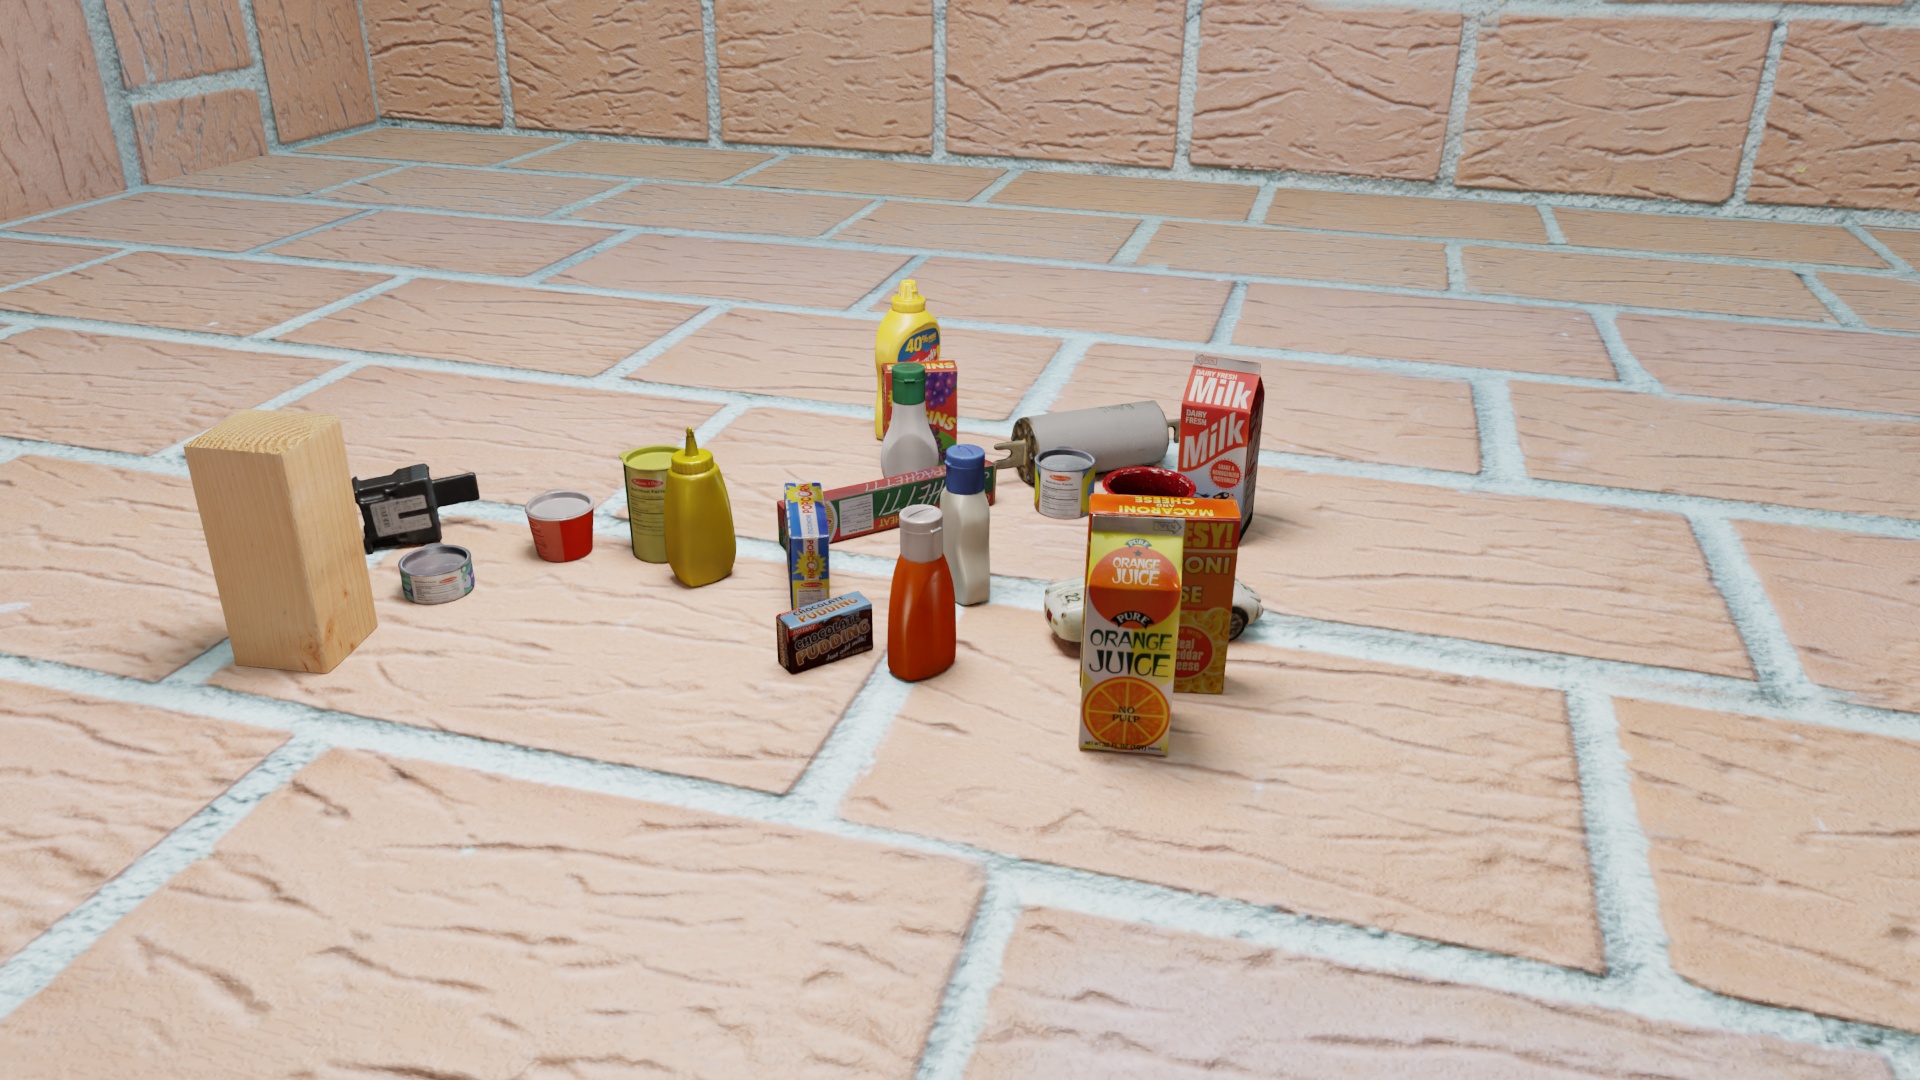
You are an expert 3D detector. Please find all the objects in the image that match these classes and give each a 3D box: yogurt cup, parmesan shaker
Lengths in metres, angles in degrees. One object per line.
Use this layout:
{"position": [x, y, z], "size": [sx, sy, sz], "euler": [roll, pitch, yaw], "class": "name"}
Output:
{"position": [-0.401, -0.013, 1.400], "size": [0.072, 0.053, 0.073], "euler": [1, 26, 0], "class": "yogurt cup"}
{"position": [-0.304, -0.037, 1.396], "size": [0.071, 0.102, 0.071], "euler": [1, 26, 0], "class": "parmesan shaker"}

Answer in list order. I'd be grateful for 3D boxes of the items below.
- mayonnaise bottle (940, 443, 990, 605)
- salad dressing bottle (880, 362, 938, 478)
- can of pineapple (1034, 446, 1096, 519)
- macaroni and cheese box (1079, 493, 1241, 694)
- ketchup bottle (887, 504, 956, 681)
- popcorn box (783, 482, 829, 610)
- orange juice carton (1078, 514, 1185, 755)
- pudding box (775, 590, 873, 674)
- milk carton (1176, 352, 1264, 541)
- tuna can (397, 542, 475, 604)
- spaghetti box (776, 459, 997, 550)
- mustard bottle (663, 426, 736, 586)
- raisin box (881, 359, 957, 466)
{"position": [0.005, -0.016, 1.309], "size": [0.041, 0.147, 0.065], "euler": [-10, 28, -22], "class": "mayonnaise bottle"}
{"position": [-0.056, -0.121, 1.523], "size": [0.064, 0.147, 0.044], "euler": [-2, 26, -5], "class": "salad dressing bottle"}
{"position": [0.114, -0.063, 1.510], "size": [0.071, 0.057, 0.071], "euler": [1, 26, 0], "class": "can of pineapple"}
{"position": [0.165, 0.046, 1.164], "size": [0.124, 0.165, 0.040], "euler": [2, 26, 4], "class": "macaroni and cheese box"}
{"position": [-0.033, 0.044, 1.184], "size": [0.065, 0.148, 0.043], "euler": [-23, 34, -39], "class": "ketchup bottle"}
{"position": [-0.147, 0.007, 1.329], "size": [0.038, 0.084, 0.127], "euler": [-3, 26, -8], "class": "popcorn box"}
{"position": [0.134, 0.068, 1.089], "size": [0.072, 0.191, 0.073], "euler": [4, 26, 6], "class": "orange juice carton"}
{"position": [-0.119, 0.080, 1.220], "size": [0.084, 0.049, 0.030], "euler": [-16, 30, -30], "class": "pudding box"}
{"position": [0.268, -0.098, 1.436], "size": [0.072, 0.189, 0.074], "euler": [11, 27, 20], "class": "milk carton"}
{"position": [-0.501, 0.031, 1.329], "size": [0.071, 0.032, 0.071], "euler": [1, 26, 0], "class": "tuna can"}
{"position": [-0.074, -0.040, 1.466], "size": [0.251, 0.050, 0.029], "euler": [-14, 29, -28], "class": "spaghetti box"}
{"position": [-0.252, -0.037, 1.331], "size": [0.065, 0.159, 0.049], "euler": [-21, 33, -37], "class": "mustard bottle"}
{"position": [-0.047, -0.143, 1.595], "size": [0.086, 0.122, 0.040], "euler": [-3, 26, -7], "class": "raisin box"}
